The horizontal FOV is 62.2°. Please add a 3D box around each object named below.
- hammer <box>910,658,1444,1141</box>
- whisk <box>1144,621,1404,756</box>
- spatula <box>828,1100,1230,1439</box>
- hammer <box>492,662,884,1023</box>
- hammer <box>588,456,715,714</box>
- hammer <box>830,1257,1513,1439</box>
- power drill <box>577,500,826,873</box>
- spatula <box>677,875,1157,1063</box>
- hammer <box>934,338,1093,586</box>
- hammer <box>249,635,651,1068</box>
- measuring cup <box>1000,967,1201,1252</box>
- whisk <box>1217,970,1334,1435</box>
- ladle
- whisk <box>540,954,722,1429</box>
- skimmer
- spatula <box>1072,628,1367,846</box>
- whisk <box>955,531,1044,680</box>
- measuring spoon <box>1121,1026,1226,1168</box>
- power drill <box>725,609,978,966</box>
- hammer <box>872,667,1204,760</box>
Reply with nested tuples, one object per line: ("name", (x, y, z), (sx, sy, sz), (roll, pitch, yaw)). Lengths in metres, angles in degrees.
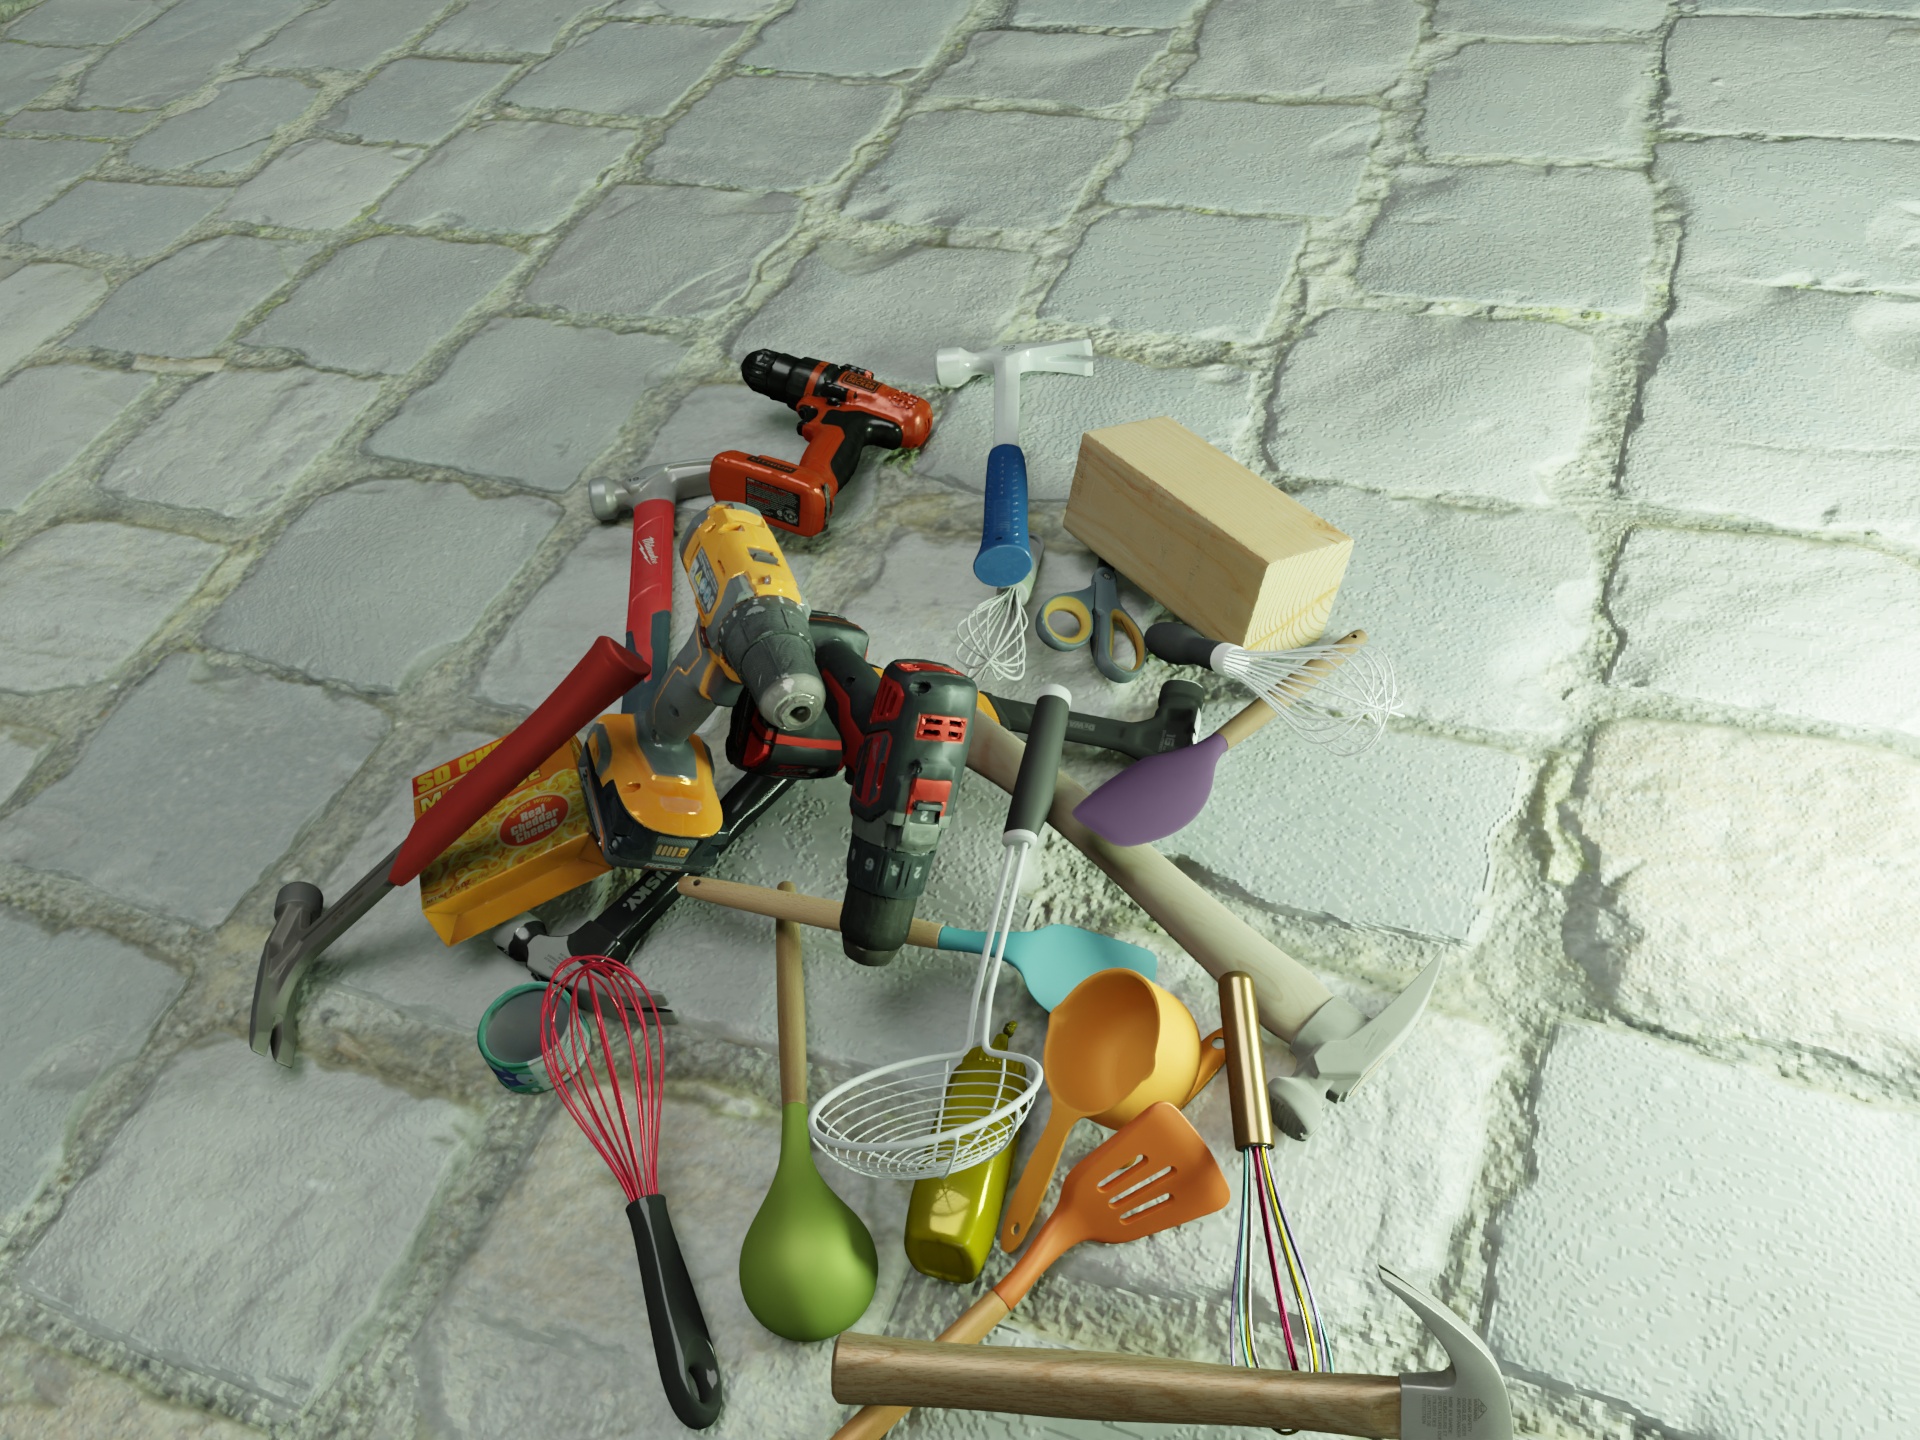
("hammer", (0.108, 0.079, 1.019), (0.146, 0.038, 0.411), (-39, 61, -22))
("whisk", (0.198, -0.036, 1.064), (0.070, 0.070, 0.285), (-29, 22, -15))
("spatula", (0.007, 0.329, 0.846), (0.322, 0.081, 0.041), (-39, 19, -17))
("hammer", (-0.161, 0.073, 1.123), (0.146, 0.035, 0.335), (25, 57, 31))
("hammer", (-0.235, -0.078, 1.275), (0.143, 0.038, 0.387), (-9, 47, 1))
("hammer", (0.099, 0.328, 0.785), (0.331, 0.031, 0.130), (0, 87, 10))
("power drill", (-0.161, -0.002, 1.017), (0.084, 0.226, 0.186), (10, 34, -34))
("spatula", (-0.036, 0.141, 1.018), (0.317, 0.044, 0.082), (10, 53, 17))
("hammer", (0.043, -0.224, 1.298), (0.144, 0.035, 0.406), (-5, 34, 5))
("hammer", (-0.338, 0.073, 1.039), (0.359, 0.036, 0.149), (-39, 38, 16))
("measuring cup", (0.078, 0.231, 0.916), (0.095, 0.052, 0.173), (18, 80, 55))
("whisk", (0.165, 0.252, 0.858), (0.051, 0.047, 0.245), (-1, 60, -1))
("ladle", (-0.099, 0.224, 0.976), (0.078, 0.062, 0.321), (-13, 40, 2))
("whisk", (-0.189, 0.264, 0.927), (0.073, 0.073, 0.296), (-20, 57, -7))
("skimmer", (0.011, 0.103, 0.928), (0.127, 0.090, 0.364), (-8, 47, 29))
("spatula", (0.190, 0.005, 1.071), (0.060, 0.018, 0.316), (32, 45, 28))
("whisk", (0.038, -0.091, 1.183), (0.057, 0.059, 0.246), (37, 27, -9))
("measuring spoon", (0.126, 0.221, 0.945), (0.021, 0.011, 0.117), (32, 61, 33))
("power drill", (-0.073, 0.033, 1.015), (0.080, 0.188, 0.227), (6, 15, -30))
("hammer", (-0.002, -0.004, 1.133), (0.337, 0.034, 0.127), (11, 50, 11))
